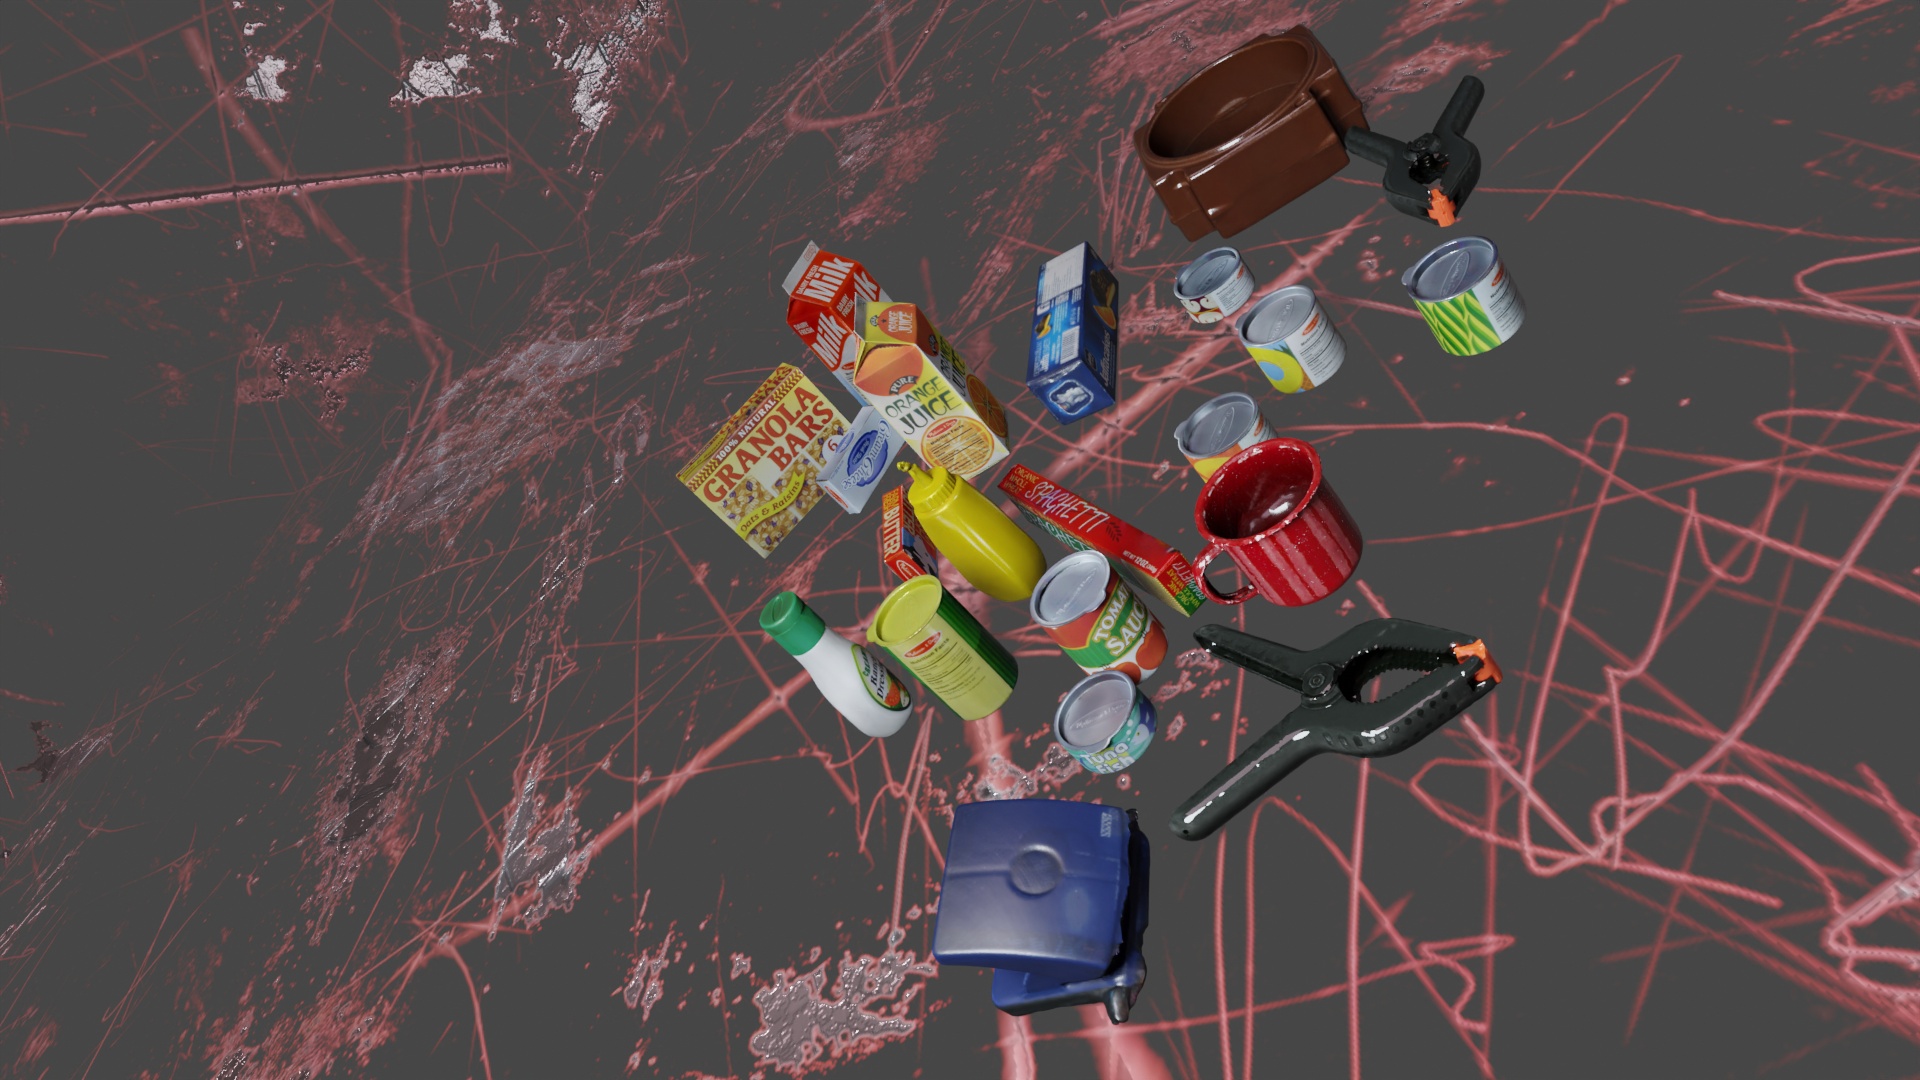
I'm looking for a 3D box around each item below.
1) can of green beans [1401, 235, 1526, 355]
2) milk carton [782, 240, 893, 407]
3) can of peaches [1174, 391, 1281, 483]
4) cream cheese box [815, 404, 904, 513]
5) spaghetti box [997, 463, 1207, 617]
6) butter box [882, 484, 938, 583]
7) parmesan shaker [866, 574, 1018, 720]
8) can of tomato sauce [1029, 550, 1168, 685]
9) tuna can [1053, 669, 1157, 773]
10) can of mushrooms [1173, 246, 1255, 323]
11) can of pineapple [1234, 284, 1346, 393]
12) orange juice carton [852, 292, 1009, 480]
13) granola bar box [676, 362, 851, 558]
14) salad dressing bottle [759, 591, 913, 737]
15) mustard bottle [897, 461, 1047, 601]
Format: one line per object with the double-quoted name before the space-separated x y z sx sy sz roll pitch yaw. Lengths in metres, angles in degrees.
"can of green beans" 0.364 -0.175 0.999 0.071 0.057 0.071 -29 34 22
"milk carton" -0.111 -0.223 1.461 0.073 0.190 0.073 -9 45 43
"can of peaches" 0.205 -0.069 1.048 0.071 0.058 0.071 -29 34 22
"cream cheese box" -0.100 -0.083 1.411 0.024 0.053 0.104 -2 50 47
"spaghetti box" 0.106 -0.005 1.091 0.029 0.050 0.250 -47 32 -5
"butter box" -0.046 -0.001 1.252 0.024 0.053 0.104 -32 33 19
"parmesan shaker" -0.013 0.085 1.065 0.071 0.103 0.072 -29 34 22
"can of tomato sauce" 0.101 0.058 0.988 0.071 0.083 0.071 -29 34 22
"tuna can" 0.100 0.127 0.955 0.071 0.032 0.071 -29 34 22
"can of mushrooms" 0.226 -0.228 1.241 0.071 0.033 0.071 -29 34 22
"can of pineapple" 0.261 -0.158 1.094 0.071 0.057 0.071 -29 34 22
"orange juice carton" -0.038 -0.144 1.282 0.073 0.192 0.072 -30 34 21
"granola bar box" -0.194 -0.084 1.450 0.166 0.124 0.039 -48 32 -8
"salad dressing bottle" -0.098 0.098 1.101 0.044 0.147 0.064 -31 33 19
"mustard bottle" 0.004 -0.014 1.110 0.065 0.160 0.049 -5 48 46
